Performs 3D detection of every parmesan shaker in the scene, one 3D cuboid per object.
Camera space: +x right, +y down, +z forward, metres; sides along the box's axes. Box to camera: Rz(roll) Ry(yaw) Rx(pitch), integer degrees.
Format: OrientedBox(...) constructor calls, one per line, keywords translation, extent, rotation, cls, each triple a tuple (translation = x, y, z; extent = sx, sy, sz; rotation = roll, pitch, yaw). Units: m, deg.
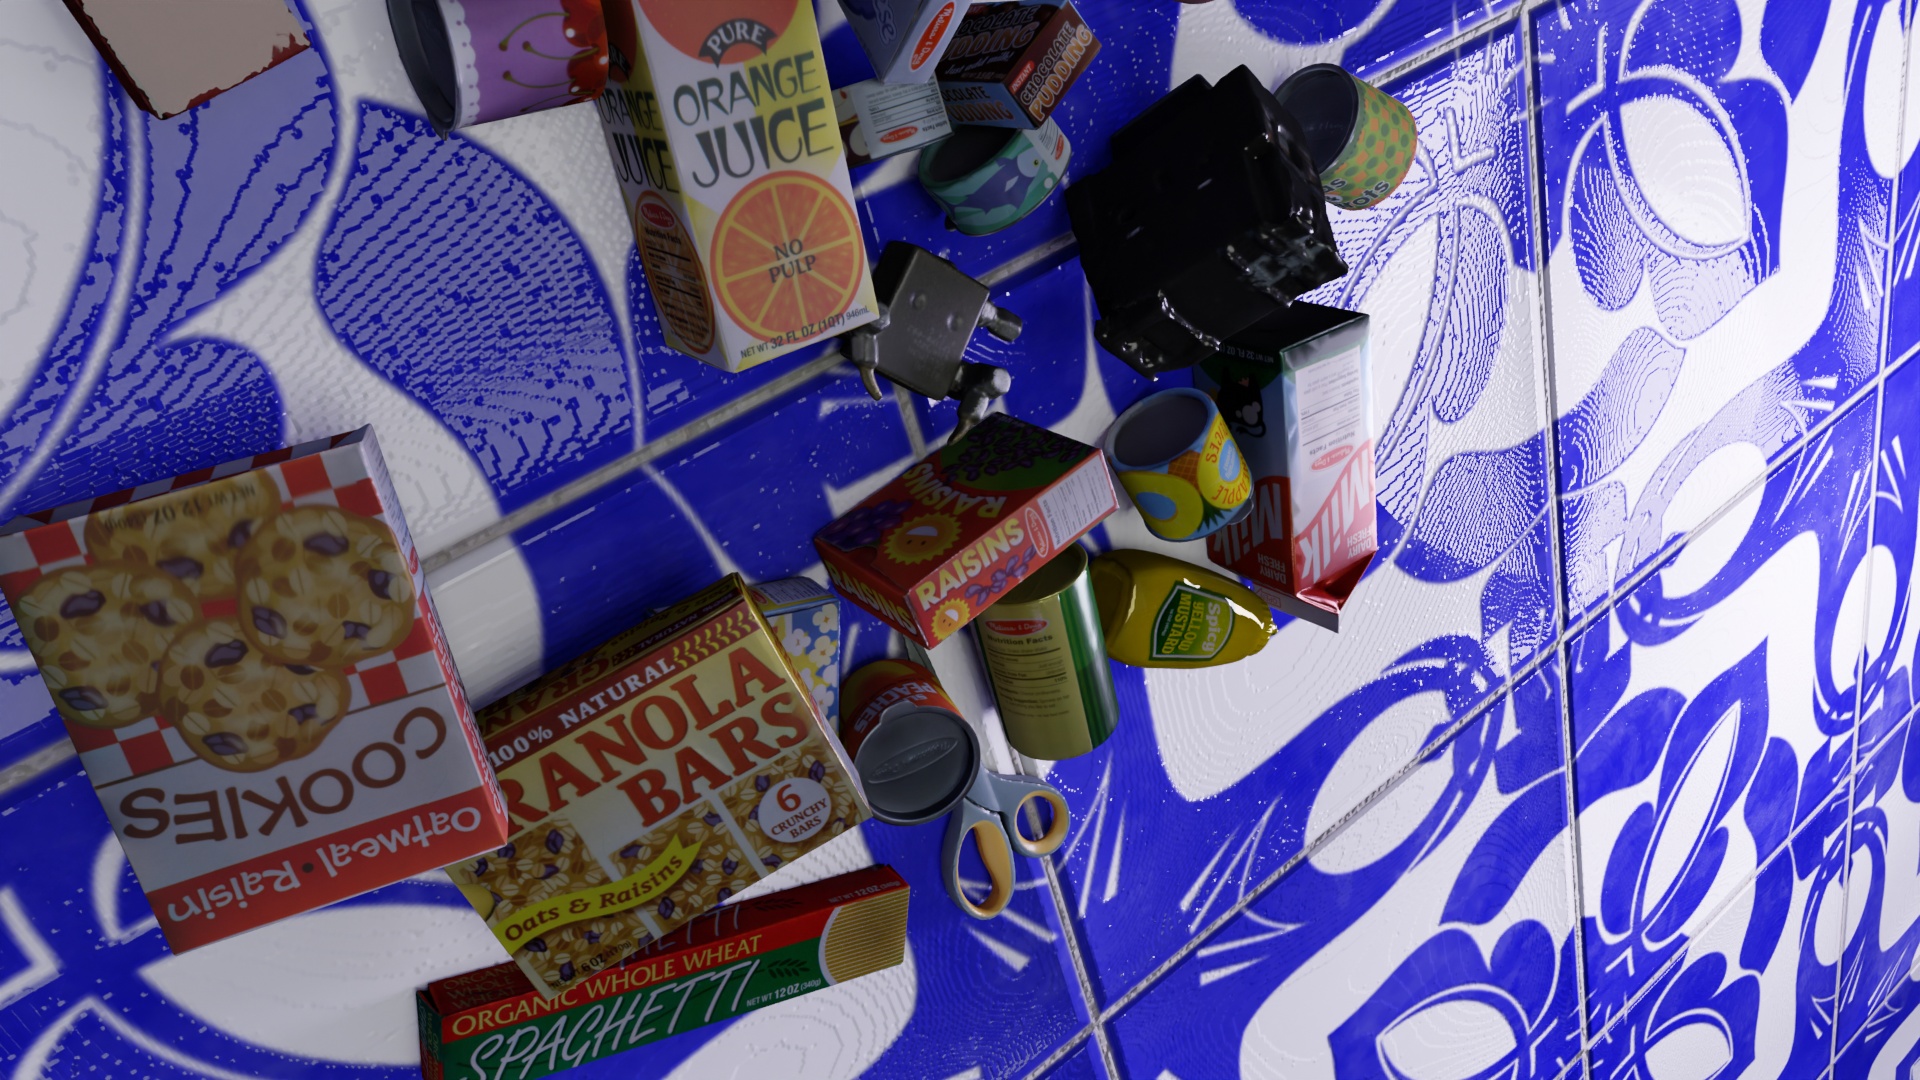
OrientedBox(translation=(0.042, 0.057, 0.744), extent=(0.071, 0.071, 0.102), rotation=(-29, 122, -25), cls="parmesan shaker")

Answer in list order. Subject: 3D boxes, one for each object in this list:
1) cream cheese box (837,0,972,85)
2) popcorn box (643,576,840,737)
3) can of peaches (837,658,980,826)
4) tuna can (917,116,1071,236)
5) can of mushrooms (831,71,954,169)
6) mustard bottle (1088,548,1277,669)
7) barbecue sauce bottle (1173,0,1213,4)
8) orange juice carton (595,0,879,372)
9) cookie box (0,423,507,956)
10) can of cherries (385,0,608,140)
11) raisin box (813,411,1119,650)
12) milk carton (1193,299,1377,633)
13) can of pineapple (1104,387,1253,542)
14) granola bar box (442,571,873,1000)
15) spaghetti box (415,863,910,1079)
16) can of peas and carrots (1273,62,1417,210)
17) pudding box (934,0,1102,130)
OrientedBox(translation=(-0.034, -0.239, 0.555), extent=(0.024, 0.053, 0.104), rotation=(-15, 70, -34), cls="cream cheese box")
OrientedBox(translation=(-0.103, 0.087, 0.664), extent=(0.085, 0.038, 0.126), rotation=(-11, 112, -34), cls="popcorn box")
OrientedBox(translation=(-0.031, 0.098, 0.699), extent=(0.071, 0.058, 0.071), rotation=(-7, 112, -17), cls="can of peaches")
OrientedBox(translation=(0.013, -0.174, 0.641), extent=(0.071, 0.071, 0.032), rotation=(-52, 127, -9), cls="tuna can")
OrientedBox(translation=(-0.040, -0.180, 0.598), extent=(0.071, 0.071, 0.033), rotation=(-27, 110, -26), cls="can of mushrooms")
OrientedBox(translation=(0.139, 0.044, 0.819), extent=(0.160, 0.049, 0.065), rotation=(9, 103, -38), cls="mustard bottle")
OrientedBox(translation=(0.068, -0.297, 0.650), extent=(0.149, 0.043, 0.064), rotation=(-2, 98, -35), cls="barbecue sauce bottle")
OrientedBox(translation=(-0.098, -0.172, 0.554), extent=(0.072, 0.073, 0.191), rotation=(-25, 119, -26), cls="orange juice carton")
OrientedBox(translation=(-0.253, 0.055, 0.511), extent=(0.123, 0.040, 0.166), rotation=(-17, 109, -13), cls="cookie box")
OrientedBox(translation=(-0.168, -0.186, 0.505), extent=(0.058, 0.071, 0.071), rotation=(-24, 119, -29), cls="can of cherries")
OrientedBox(translation=(0.002, -0.008, 0.677), extent=(0.124, 0.086, 0.040), rotation=(-36, 126, -21), cls="raisin box")
OrientedBox(translation=(0.192, -0.038, 0.814), extent=(0.074, 0.072, 0.189), rotation=(-24, 118, -28), cls="milk carton")
OrientedBox(translation=(0.121, -0.042, 0.763), extent=(0.071, 0.071, 0.057), rotation=(-46, 127, -14), cls="can of pineapple")
OrientedBox(translation=(-0.139, 0.107, 0.604), extent=(0.166, 0.039, 0.123), rotation=(-29, 113, -5), cls="granola bar box")
OrientedBox(translation=(-0.137, 0.215, 0.690), extent=(0.251, 0.029, 0.050), rotation=(-6, 109, -35), cls="spaghetti box")
OrientedBox(translation=(0.207, -0.218, 0.765), extent=(0.059, 0.071, 0.071), rotation=(9, 100, -39), cls="can of peas and carrots")
OrientedBox(translation=(0.017, -0.212, 0.617), extent=(0.050, 0.084, 0.030), rotation=(-53, 128, -8), cls="pudding box")
